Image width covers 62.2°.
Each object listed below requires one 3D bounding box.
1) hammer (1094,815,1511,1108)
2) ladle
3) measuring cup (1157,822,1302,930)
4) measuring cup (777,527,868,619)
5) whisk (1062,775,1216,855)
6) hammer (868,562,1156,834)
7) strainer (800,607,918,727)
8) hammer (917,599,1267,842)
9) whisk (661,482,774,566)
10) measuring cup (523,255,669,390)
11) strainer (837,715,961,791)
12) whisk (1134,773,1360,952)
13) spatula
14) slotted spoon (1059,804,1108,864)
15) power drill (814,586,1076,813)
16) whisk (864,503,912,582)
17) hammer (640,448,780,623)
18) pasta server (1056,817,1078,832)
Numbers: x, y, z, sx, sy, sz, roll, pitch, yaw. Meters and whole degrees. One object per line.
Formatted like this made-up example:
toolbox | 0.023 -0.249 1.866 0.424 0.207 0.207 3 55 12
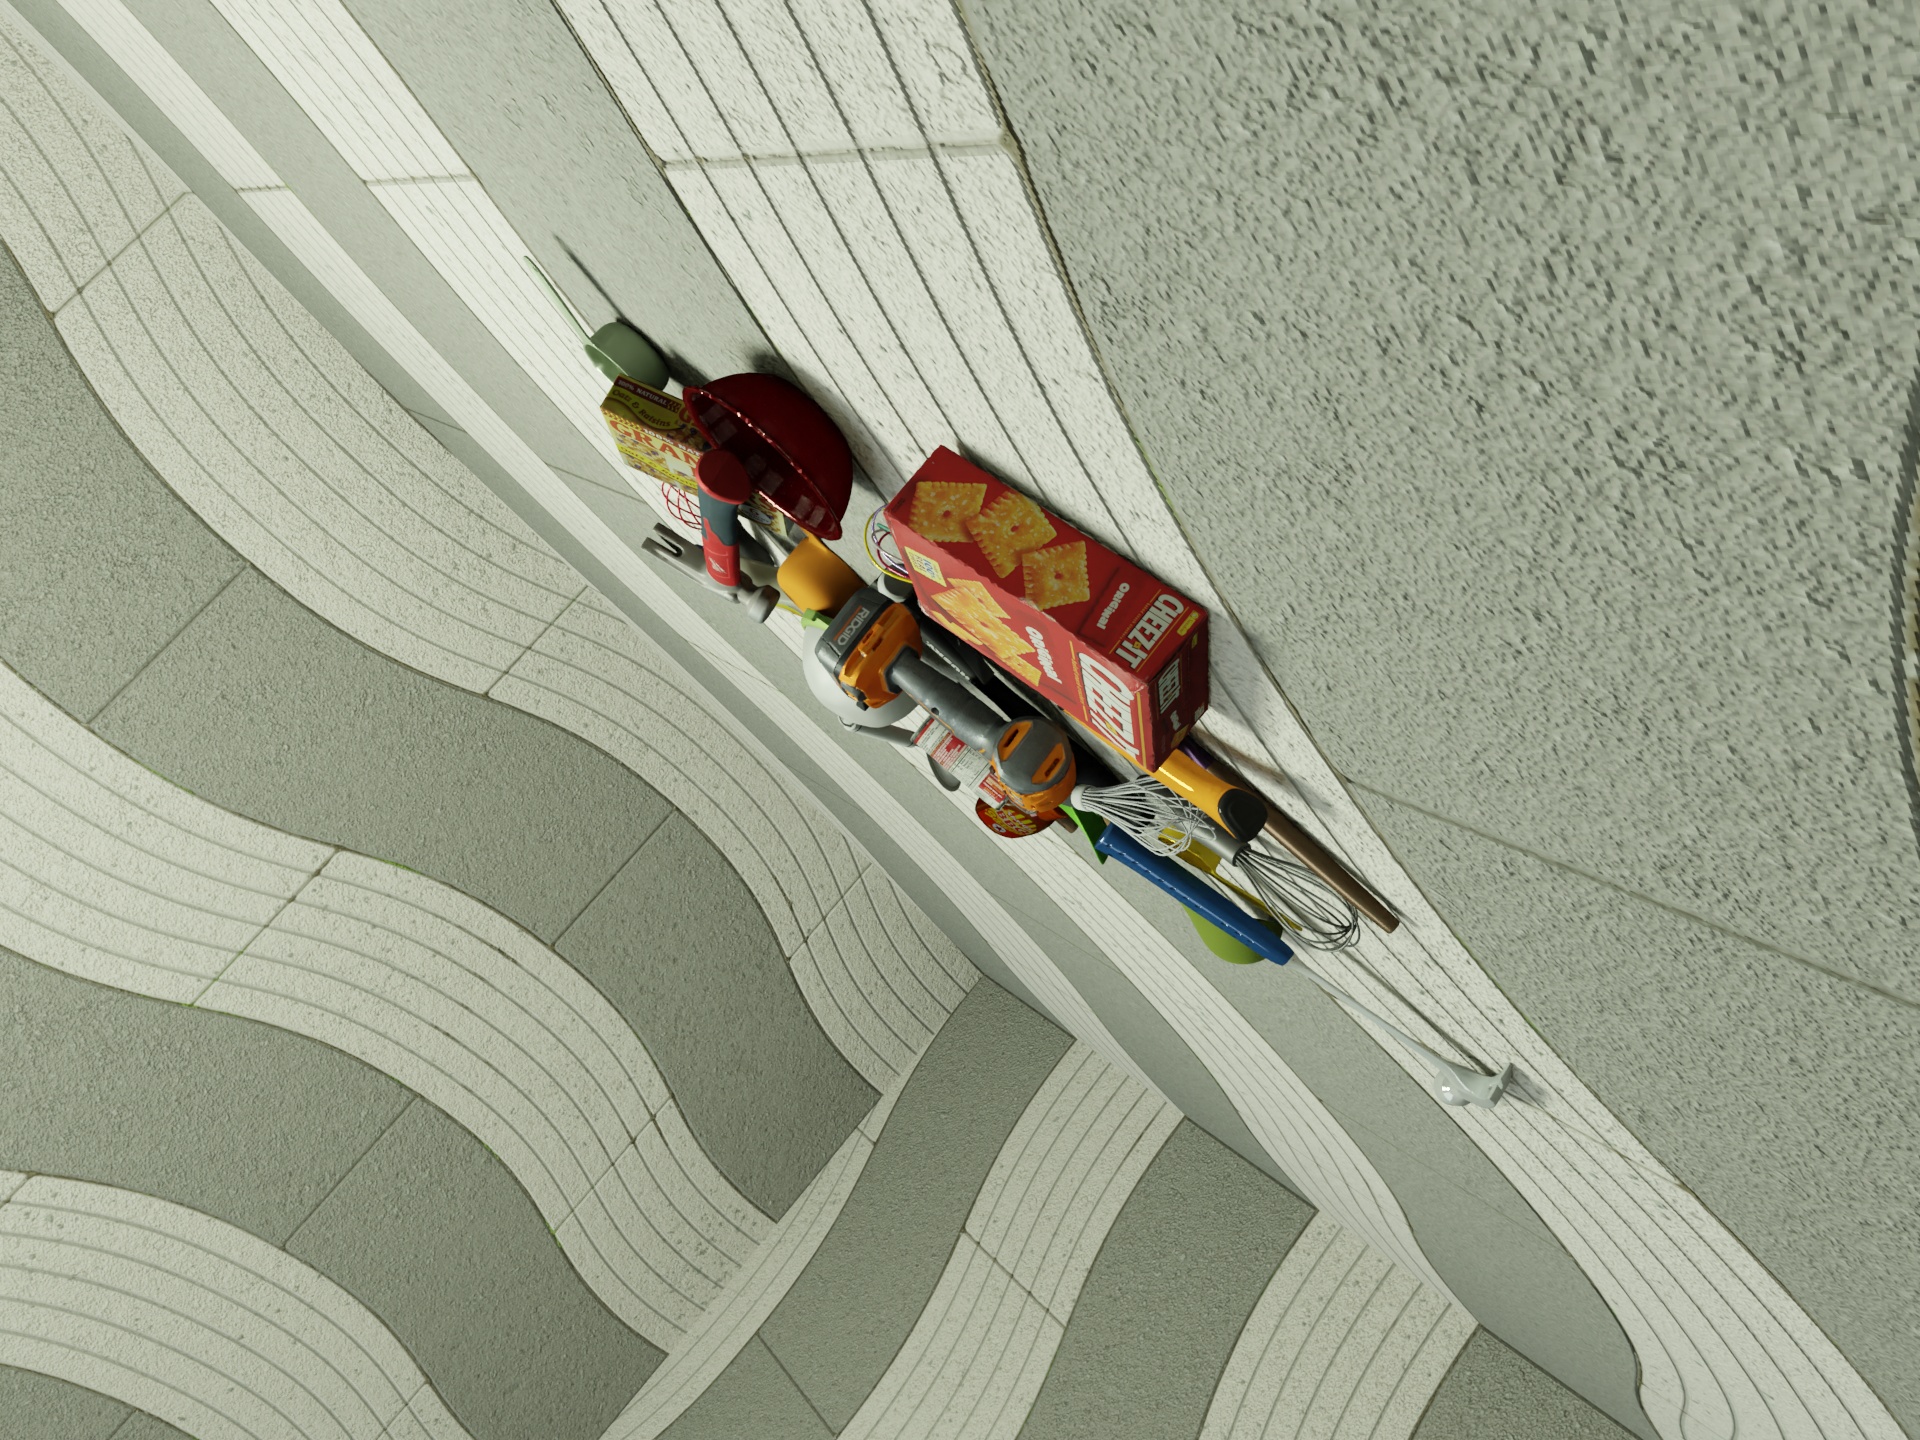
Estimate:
hammer | 0.294 0.210 1.375 0.405 0.035 0.144 35 168 3
ladle | 0.172 0.109 1.500 0.320 0.062 0.078 45 172 14
measuring cup | 0.242 0.133 1.385 0.156 0.029 0.062 34 171 -11
measuring cup | -0.151 -0.150 1.516 0.095 0.052 0.173 33 169 34
whisk | 0.123 0.069 1.339 0.070 0.070 0.285 45 164 -21
hammer | 0.046 -0.013 1.437 0.334 0.035 0.146 41 168 -4
strainer | -0.113 -0.032 1.587 0.151 0.069 0.256 31 169 -7
hammer | 0.102 -0.001 1.217 0.337 0.034 0.127 36 173 38
whisk | -0.238 -0.202 1.617 0.073 0.073 0.295 38 175 15
measuring cup | -0.308 -0.339 1.355 0.083 0.038 0.167 29 162 46
strainer | -0.048 0.022 1.709 0.050 0.087 0.258 -20 159 31
whisk | 0.226 0.109 1.283 0.239 0.055 0.055 38 170 38
spatula | 0.205 0.050 1.185 0.316 0.018 0.060 42 170 1
slotted spoon | 0.056 0.041 1.537 0.314 0.031 0.070 43 168 47
power drill | -0.002 -0.004 1.313 0.226 0.084 0.164 36 173 13
whisk | 0.024 -0.091 1.187 0.245 0.047 0.051 33 168 22
hammer | -0.224 -0.172 1.394 0.143 0.038 0.386 32 169 -2
pasta server | 0.006 0.021 1.696 0.316 0.040 0.060 42 164 -13
